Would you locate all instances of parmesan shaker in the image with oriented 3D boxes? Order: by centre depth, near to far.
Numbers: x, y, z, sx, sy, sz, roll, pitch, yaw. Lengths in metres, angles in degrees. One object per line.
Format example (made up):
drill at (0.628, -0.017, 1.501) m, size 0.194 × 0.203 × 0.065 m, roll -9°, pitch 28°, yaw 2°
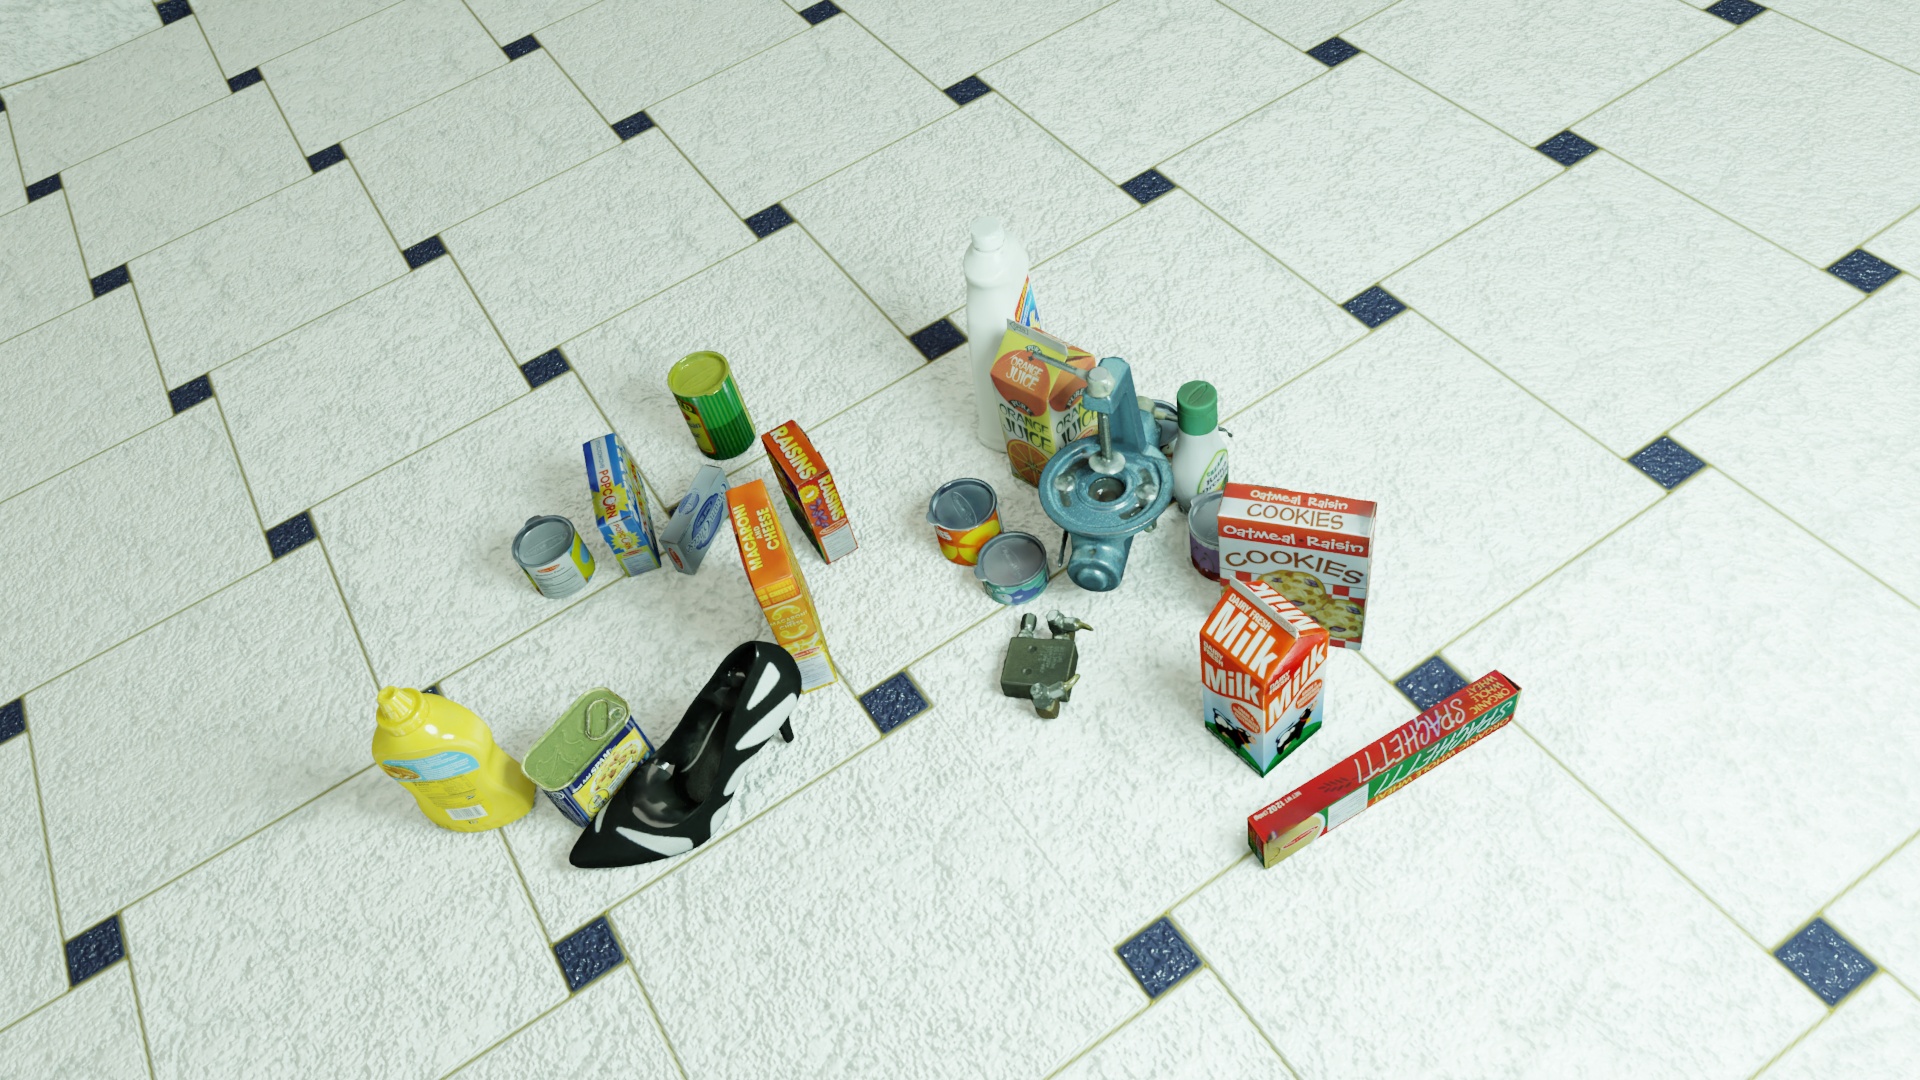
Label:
parmesan shaker at (-0.261, -0.140, 1.469) m, size 0.071 × 0.102 × 0.072 m, roll -6°, pitch 51°, yaw 8°

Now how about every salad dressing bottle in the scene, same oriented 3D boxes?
salad dressing bottle at (0.222, -0.086, 1.292) m, size 0.044 × 0.147 × 0.064 m, roll 31°, pitch 64°, yaw 31°

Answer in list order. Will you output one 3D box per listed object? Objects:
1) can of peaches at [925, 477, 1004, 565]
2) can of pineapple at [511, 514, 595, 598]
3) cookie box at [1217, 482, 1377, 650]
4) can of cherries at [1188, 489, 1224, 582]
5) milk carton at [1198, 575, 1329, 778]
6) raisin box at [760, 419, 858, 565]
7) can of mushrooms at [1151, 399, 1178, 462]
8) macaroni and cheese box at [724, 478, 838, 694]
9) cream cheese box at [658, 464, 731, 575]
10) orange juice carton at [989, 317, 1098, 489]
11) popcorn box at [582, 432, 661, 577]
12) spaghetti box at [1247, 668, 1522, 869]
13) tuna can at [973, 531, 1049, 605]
can of peaches at (0.005, -0.017, 1.342) m, size 0.071 × 0.057 × 0.071 m, roll -6°, pitch 51°, yaw 8°
can of pineapple at (-0.411, 0.016, 1.407) m, size 0.071 × 0.057 × 0.071 m, roll -6°, pitch 51°, yaw 8°
cookie box at (0.284, 0.023, 1.179) m, size 0.123 × 0.166 × 0.040 m, roll 8°, pitch 54°, yaw 19°
can of cherries at (0.243, -0.005, 1.281) m, size 0.071 × 0.058 × 0.072 m, roll -6°, pitch 51°, yaw 8°
milk carton at (0.242, 0.102, 1.109) m, size 0.073 × 0.189 × 0.072 m, roll -37°, pitch 53°, yaw -16°
raisin box at (-0.146, -0.047, 1.357) m, size 0.040 × 0.122 × 0.086 m, roll -29°, pitch 52°, yaw -11°
can of mushrooms at (0.189, -0.107, 1.390) m, size 0.071 × 0.033 × 0.071 m, roll -6°, pitch 51°, yaw 8°
macaroni and cheese box at (-0.162, 0.044, 1.260) m, size 0.040 × 0.165 × 0.124 m, roll -20°, pitch 51°, yaw -4°
cream cheese box at (-0.266, -0.021, 1.407) m, size 0.024 × 0.053 × 0.104 m, roll 10°, pitch 55°, yaw 20°
orange juice carton at (0.085, -0.131, 1.330) m, size 0.072 × 0.191 × 0.073 m, roll 31°, pitch 64°, yaw 31°
popcorn box at (-0.346, -0.037, 1.417) m, size 0.038 × 0.084 × 0.127 m, roll -20°, pitch 50°, yaw -3°
spaghetti box at (0.340, 0.182, 1.115) m, size 0.250 × 0.050 × 0.029 m, roll -28°, pitch 52°, yaw -10°
tuna can at (0.048, 0.028, 1.313) m, size 0.071 × 0.032 × 0.071 m, roll -6°, pitch 51°, yaw 8°
